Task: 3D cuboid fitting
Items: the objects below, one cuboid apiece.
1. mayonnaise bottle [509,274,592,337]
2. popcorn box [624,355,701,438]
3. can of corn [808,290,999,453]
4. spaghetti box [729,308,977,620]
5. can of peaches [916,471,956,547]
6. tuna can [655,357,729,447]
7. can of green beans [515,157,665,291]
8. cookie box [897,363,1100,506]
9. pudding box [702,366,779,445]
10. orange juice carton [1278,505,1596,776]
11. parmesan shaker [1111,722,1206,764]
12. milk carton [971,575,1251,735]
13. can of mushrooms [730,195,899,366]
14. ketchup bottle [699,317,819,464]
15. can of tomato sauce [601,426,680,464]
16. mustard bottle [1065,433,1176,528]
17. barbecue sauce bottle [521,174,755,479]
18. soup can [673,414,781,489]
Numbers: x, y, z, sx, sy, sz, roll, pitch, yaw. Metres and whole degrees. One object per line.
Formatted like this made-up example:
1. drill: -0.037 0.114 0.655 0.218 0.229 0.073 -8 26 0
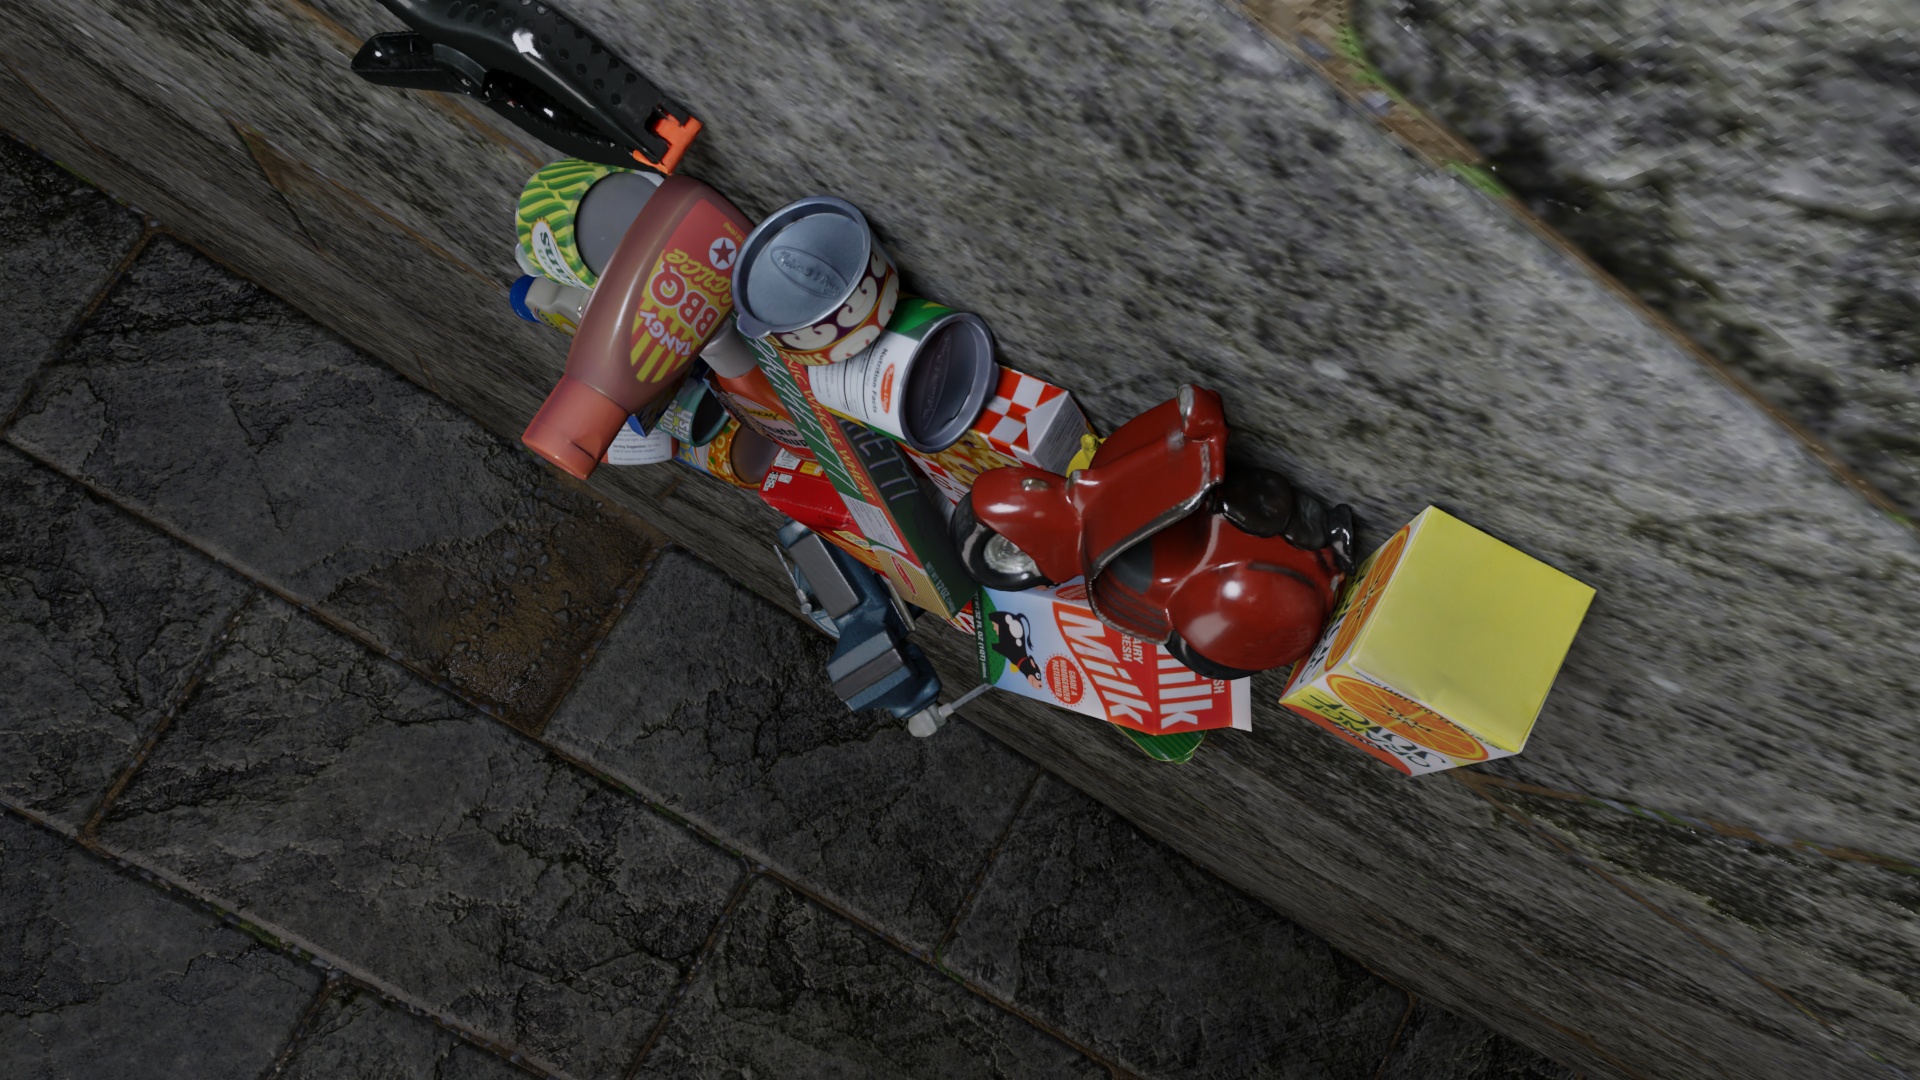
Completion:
1. mayonnaise bottle: -0.279 -0.169 1.002 0.148 0.041 0.064 18 166 48
2. popcorn box: -0.197 -0.120 0.876 0.038 0.085 0.126 32 170 -2
3. can of corn: -0.026 -0.080 0.640 0.058 0.071 0.071 25 168 32
4. spaghetti box: -0.059 -0.051 0.786 0.050 0.029 0.249 21 149 44
5. can of peaches: 0.003 -0.011 0.891 0.071 0.071 0.058 38 167 -33
6. tuna can: -0.190 -0.101 0.994 0.033 0.071 0.071 27 169 11
7. can of green beans: -0.181 -0.158 0.701 0.058 0.071 0.071 19 165 46
8. cookie box: 0.025 -0.042 0.741 0.123 0.040 0.167 24 168 31
9. pudding box: -0.145 -0.101 0.978 0.050 0.030 0.083 30 170 11
10. orange juice carton: 0.198 0.053 0.615 0.072 0.073 0.192 29 170 8
11. parmesan shaker: 0.155 0.135 1.144 0.071 0.071 0.103 21 165 42
12. milk carton: 0.098 0.063 0.847 0.074 0.072 0.190 -19 -159 -39
13. can of mushrooms: -0.063 -0.108 0.591 0.071 0.071 0.033 25 169 30
14. ketchup bottle: -0.121 -0.100 0.876 0.065 0.043 0.148 20 166 29
15. can of tomato sauce: -0.243 -0.104 1.030 0.071 0.082 0.071 1 -163 0
16. mustard bottle: 0.086 -0.008 0.682 0.049 0.065 0.159 22 159 37
17. barbecue sauce bottle: -0.155 -0.100 0.670 0.044 0.149 0.064 22 166 40
18. soup can: -0.182 -0.081 1.072 0.084 0.071 0.071 21 166 40
